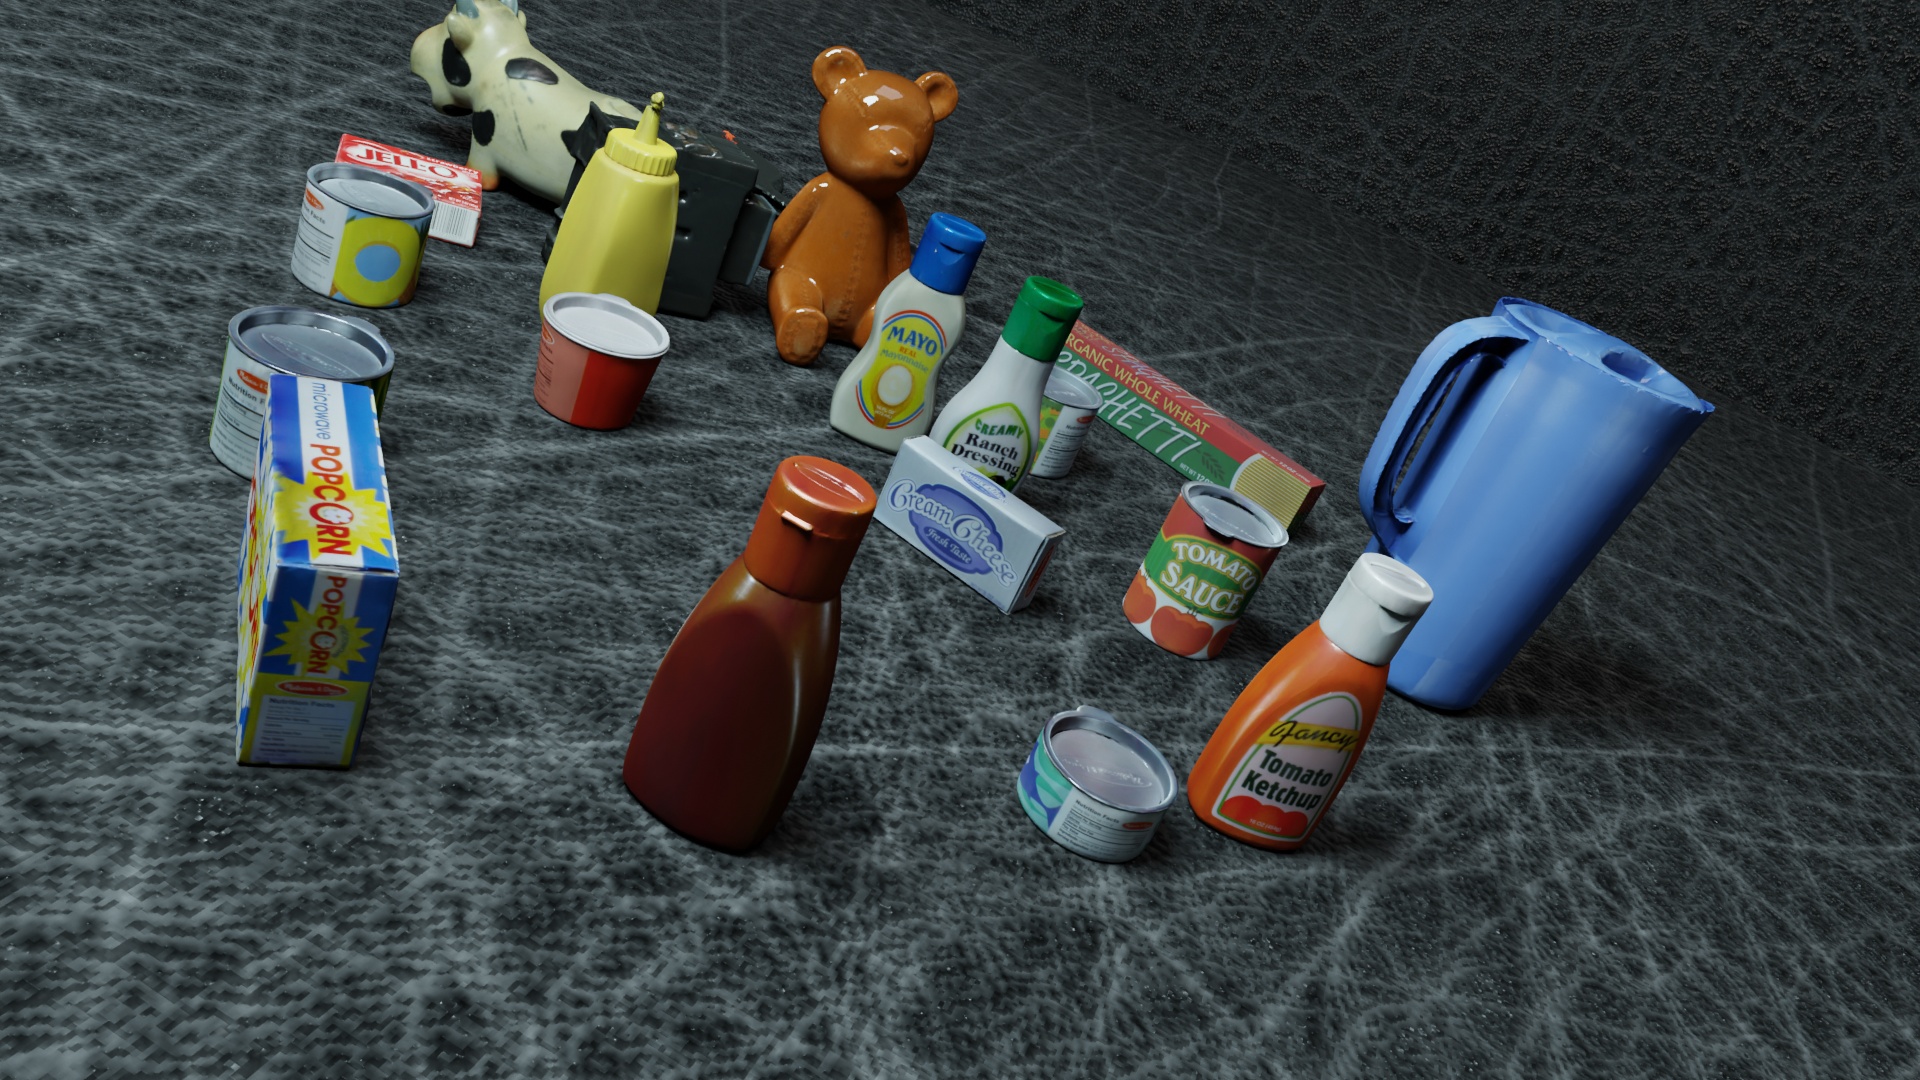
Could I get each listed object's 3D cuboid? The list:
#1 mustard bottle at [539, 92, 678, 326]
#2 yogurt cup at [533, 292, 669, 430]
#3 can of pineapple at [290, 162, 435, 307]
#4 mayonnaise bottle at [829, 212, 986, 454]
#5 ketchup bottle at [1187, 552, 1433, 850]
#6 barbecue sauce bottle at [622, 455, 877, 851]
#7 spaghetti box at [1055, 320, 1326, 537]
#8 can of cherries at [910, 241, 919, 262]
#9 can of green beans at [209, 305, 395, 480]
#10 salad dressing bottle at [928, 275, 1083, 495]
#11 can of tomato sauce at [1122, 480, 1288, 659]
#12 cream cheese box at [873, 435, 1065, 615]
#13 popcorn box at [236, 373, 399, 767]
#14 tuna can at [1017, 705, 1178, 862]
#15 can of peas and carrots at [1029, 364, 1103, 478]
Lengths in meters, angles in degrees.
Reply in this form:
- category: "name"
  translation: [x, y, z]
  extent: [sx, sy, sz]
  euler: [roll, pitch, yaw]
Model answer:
- category: "mustard bottle"
  translation: [-0.196, -0.184, 0.804]
  extent: [0.049, 0.159, 0.065]
  euler: [39, 29, 27]
- category: "yogurt cup"
  translation: [-0.199, -0.096, 0.757]
  extent: [0.072, 0.053, 0.073]
  euler: [20, 26, -10]
- category: "can of pineapple"
  translation: [-0.332, -0.170, 0.775]
  extent: [0.071, 0.057, 0.071]
  euler: [20, 26, -10]
- category: "mayonnaise bottle"
  translation: [-0.029, -0.127, 0.855]
  extent: [0.065, 0.147, 0.041]
  euler: [21, 26, -8]
- category: "ketchup bottle"
  translation: [0.164, 0.075, 0.645]
  extent: [0.065, 0.148, 0.044]
  euler: [19, 26, -12]
- category: "barbecue sauce bottle"
  translation: [-0.073, 0.041, 0.503]
  extent: [0.065, 0.147, 0.044]
  euler: [29, 26, 9]
- category: "spaghetti box"
  translation: [0.161, -0.089, 1.062]
  extent: [0.250, 0.050, 0.029]
  euler: [38, 28, 25]
- category: "can of cherries"
  translation: [-0.048, -0.194, 1.066]
  extent: [0.071, 0.058, 0.072]
  euler: [20, 26, -10]
- category: "can of green beans"
  translation: [-0.289, -0.062, 0.611]
  extent: [0.071, 0.057, 0.071]
  euler: [20, 26, -10]
- category: "salad dressing bottle"
  translation: [0.026, -0.083, 0.822]
  extent: [0.064, 0.147, 0.044]
  euler: [18, 26, -14]
- category: "can of tomato sauce"
  translation: [0.140, 0.018, 0.804]
  extent: [0.071, 0.082, 0.071]
  euler: [20, 26, -10]
- category: "cream cheese box"
  translation: [0.003, -0.010, 0.771]
  extent: [0.104, 0.053, 0.024]
  euler: [36, 27, 21]
- category: "popcorn box"
  translation: [-0.233, 0.007, 0.498]
  extent: [0.038, 0.084, 0.127]
  euler: [8, 31, -32]
- category: "tuna can"
  translation: [0.060, 0.108, 0.624]
  extent: [0.071, 0.032, 0.071]
  euler: [20, 26, -10]
- category: "can of peas and carrots"
  translation: [0.054, -0.085, 0.951]
  extent: [0.071, 0.058, 0.071]
  euler: [20, 26, -10]
